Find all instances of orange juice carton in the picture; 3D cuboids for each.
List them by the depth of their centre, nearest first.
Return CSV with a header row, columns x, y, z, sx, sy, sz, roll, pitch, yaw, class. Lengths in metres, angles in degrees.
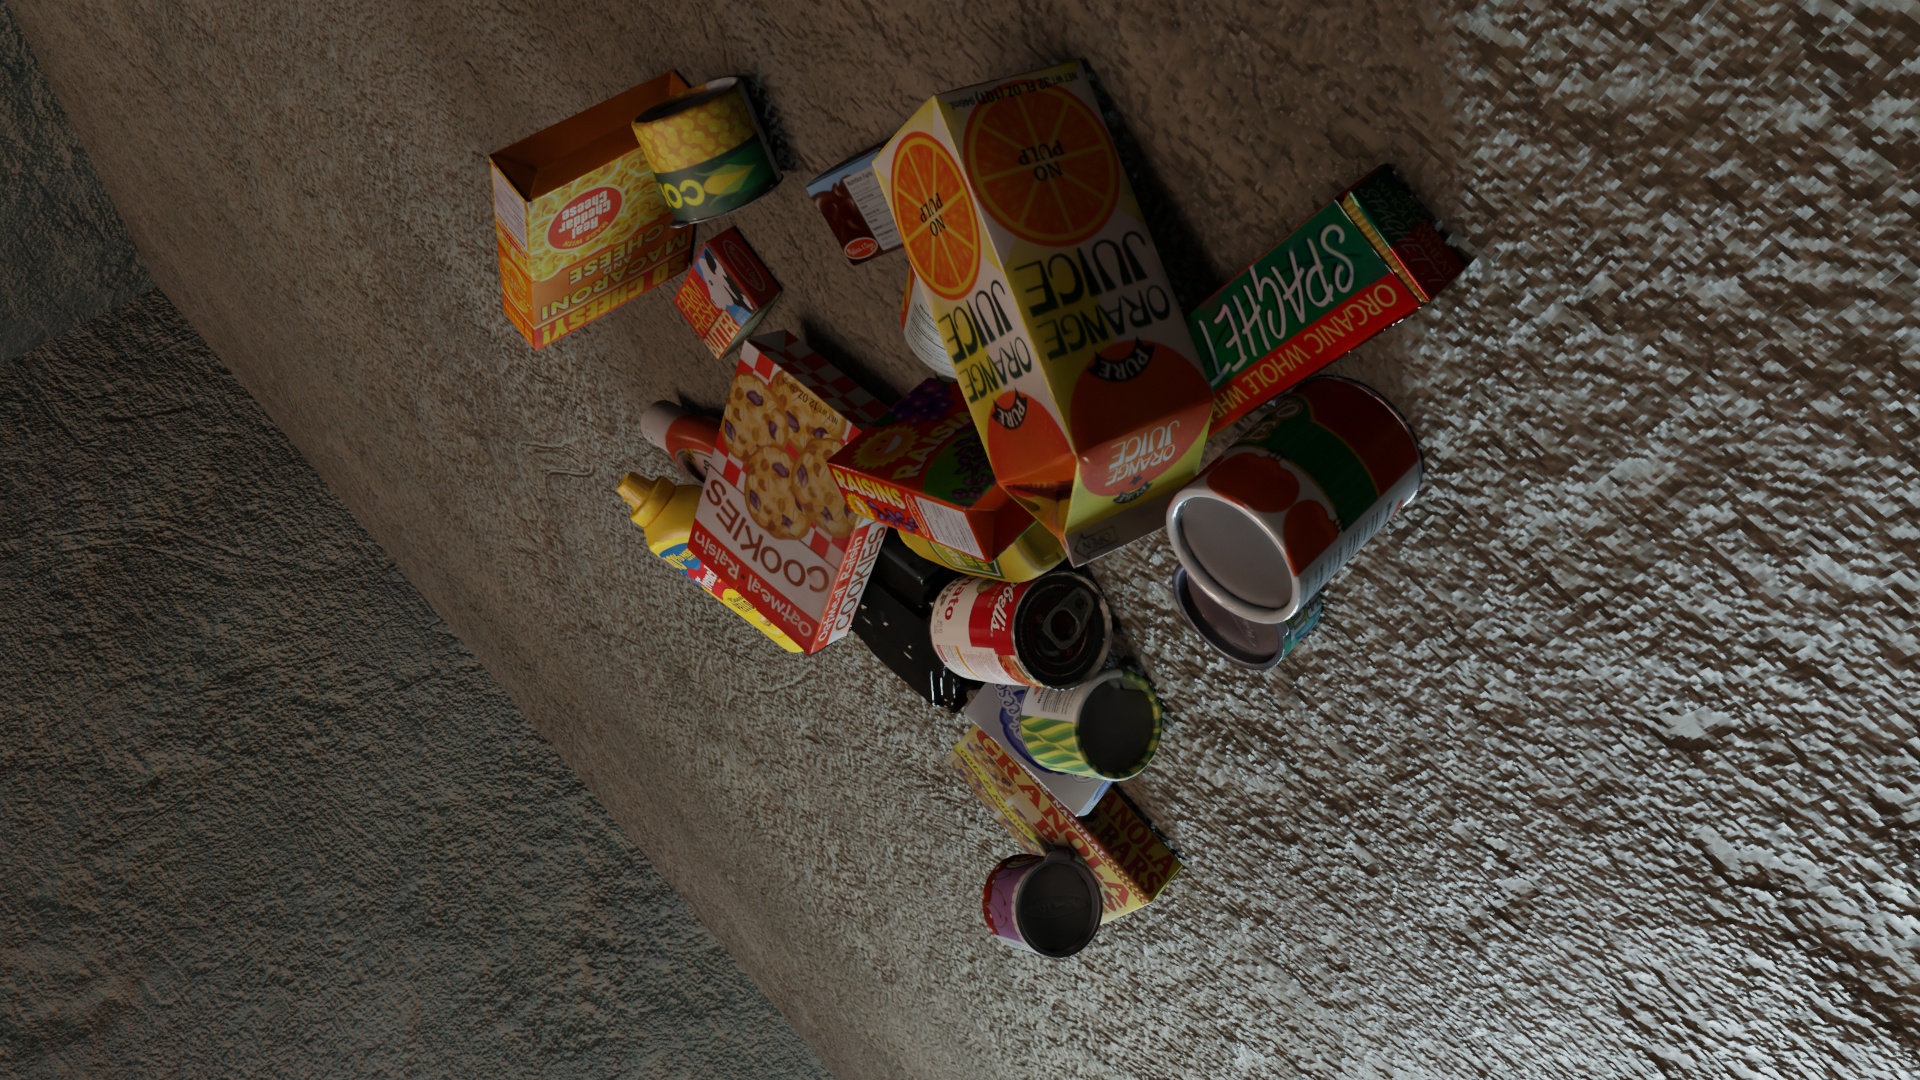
x,y,z,sx,sy,sz,roll,pitch,yaw,class
0.040,-0.090,0.575,0.073,0.072,0.192,-20,92,65,orange juice carton

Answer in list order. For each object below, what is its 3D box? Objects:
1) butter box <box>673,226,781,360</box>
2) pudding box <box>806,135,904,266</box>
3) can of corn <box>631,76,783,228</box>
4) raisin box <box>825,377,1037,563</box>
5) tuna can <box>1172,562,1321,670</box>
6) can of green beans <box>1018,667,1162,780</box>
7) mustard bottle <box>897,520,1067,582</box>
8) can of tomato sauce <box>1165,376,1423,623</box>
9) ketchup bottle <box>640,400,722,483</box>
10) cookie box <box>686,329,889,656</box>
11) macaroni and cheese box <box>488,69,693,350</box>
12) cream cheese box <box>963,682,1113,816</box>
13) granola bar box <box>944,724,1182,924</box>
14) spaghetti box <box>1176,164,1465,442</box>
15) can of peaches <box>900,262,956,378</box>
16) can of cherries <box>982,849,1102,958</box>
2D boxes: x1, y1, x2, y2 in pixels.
x,y,z,sx,sy,sz,roll,pitch,yaw,class
-0.154,-0.159,0.909,0.053,0.024,0.103,53,154,-5,butter box
-0.039,-0.172,0.698,0.083,0.030,0.049,-1,125,59,pudding box
-0.141,-0.214,0.763,0.071,0.071,0.058,18,138,49,can of corn
-0.001,-0.041,0.742,0.123,0.086,0.040,20,145,47,raisin box
0.138,0.027,0.664,0.071,0.033,0.070,38,151,25,tuna can
0.078,0.108,0.830,0.057,0.071,0.071,-4,121,59,can of green beans
0.003,-0.010,0.818,0.160,0.049,0.065,0,123,58,mustard bottle
0.132,-0.018,0.558,0.071,0.083,0.070,38,151,25,can of tomato sauce
-0.190,-0.068,1.065,0.149,0.044,0.064,30,150,39,ketchup bottle
-0.104,-0.029,0.880,0.123,0.040,0.166,38,126,23,cookie box
-0.221,-0.199,0.852,0.040,0.124,0.165,51,154,8,macaroni and cheese box
0.057,0.125,0.901,0.104,0.053,0.024,40,-168,22,cream cheese box
0.069,0.190,0.983,0.165,0.039,0.123,47,155,9,granola bar box
0.110,-0.075,0.584,0.050,0.029,0.249,52,154,-1,spaghetti box
0.008,-0.118,0.650,0.071,0.071,0.057,46,159,11,can of peaches
0.056,0.249,0.960,0.071,0.072,0.058,55,156,-7,can of cherries
